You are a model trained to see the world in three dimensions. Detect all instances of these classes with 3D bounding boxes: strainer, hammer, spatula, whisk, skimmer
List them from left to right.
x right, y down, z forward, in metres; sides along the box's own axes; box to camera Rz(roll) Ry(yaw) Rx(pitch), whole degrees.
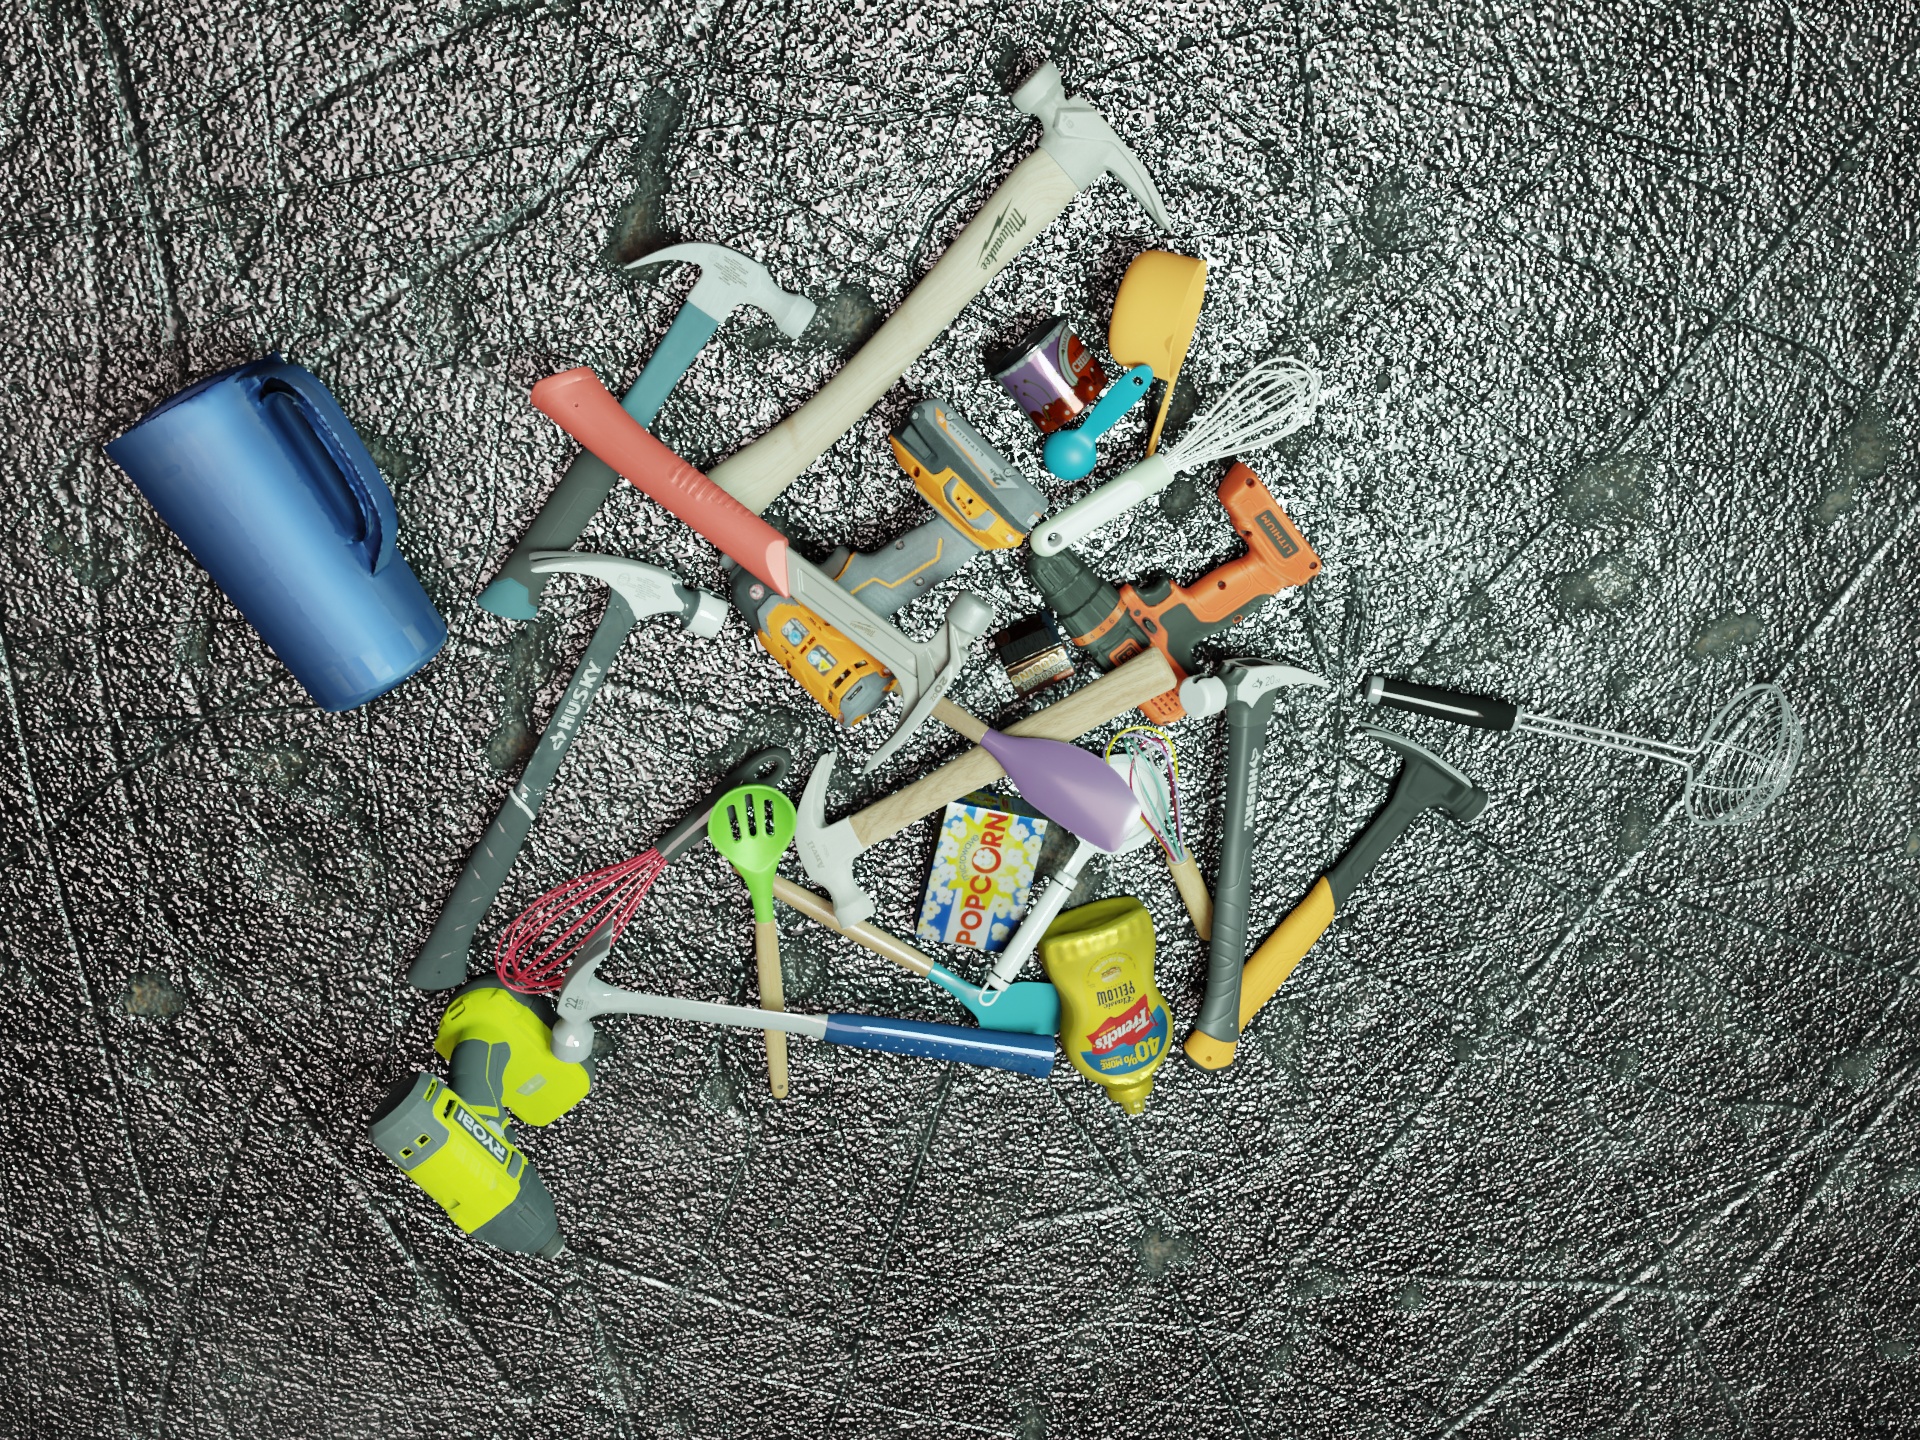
[{"bbox_3d":[-0.339,0.048,1.245,0.149,0.036,0.409,23,109,-27],"label":"hammer"},{"bbox_3d":[-0.253,-0.208,1.176,0.128,0.033,0.331,34,103,-15],"label":"hammer"},{"bbox_3d":[-0.253,0.118,1.277,0.296,0.073,0.073,-39,107,2],"label":"whisk"},{"bbox_3d":[-0.158,-0.122,1.129,0.359,0.037,0.149,37,102,1],"label":"hammer"},{"bbox_3d":[-0.119,0.244,1.290,0.405,0.035,0.144,10,128,-12],"label":"hammer"},{"bbox_3d":[-0.049,0.193,1.334,0.317,0.044,0.082,30,106,-8],"label":"spatula"},{"bbox_3d":[-0.034,-0.276,1.168,0.410,0.038,0.146,-44,108,11],"label":"hammer"},{"bbox_3d":[-0.002,-0.004,1.215,0.316,0.018,0.060,32,98,8],"label":"spatula"},{"bbox_3d":[0.015,0.033,1.239,0.331,0.031,0.130,-29,87,14],"label":"hammer"},{"bbox_3d":[0.087,0.121,1.287,0.086,0.050,0.258,34,90,-21],"label":"strainer"},{"bbox_3d":[0.159,-0.192,1.180,0.246,0.059,0.057,-32,116,2],"label":"whisk"},{"bbox_3d":[0.173,0.094,1.275,0.047,0.051,0.244,-39,129,-16],"label":"whisk"},{"bbox_3d":[0.225,0.109,1.279,0.146,0.035,0.334,-15,115,-37],"label":"hammer"},{"bbox_3d":[0.292,0.160,1.341,0.127,0.034,0.337,32,104,-14],"label":"hammer"},{"bbox_3d":[0.510,0.003,1.307,0.363,0.090,0.127,12,110,2],"label":"skimmer"}]

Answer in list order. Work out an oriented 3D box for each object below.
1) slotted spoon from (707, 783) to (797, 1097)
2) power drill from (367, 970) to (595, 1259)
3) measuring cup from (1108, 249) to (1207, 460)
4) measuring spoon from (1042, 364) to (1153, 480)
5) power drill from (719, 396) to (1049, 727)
[{"bbox_3d":[-0.161,0.184,1.303,0.070,0.031,0.313,-7,117,-11],"label":"slotted spoon"},{"bbox_3d":[-0.360,0.307,1.242,0.080,0.223,0.171,-37,107,9],"label":"power drill"},{"bbox_3d":[0.134,-0.262,1.173,0.052,0.095,0.173,20,130,10],"label":"measuring cup"},{"bbox_3d":[0.101,-0.216,1.168,0.042,0.021,0.128,32,141,-12],"label":"measuring spoon"},{"bbox_3d":[-0.064,-0.128,1.177,0.164,0.084,0.226,44,99,5],"label":"power drill"}]
